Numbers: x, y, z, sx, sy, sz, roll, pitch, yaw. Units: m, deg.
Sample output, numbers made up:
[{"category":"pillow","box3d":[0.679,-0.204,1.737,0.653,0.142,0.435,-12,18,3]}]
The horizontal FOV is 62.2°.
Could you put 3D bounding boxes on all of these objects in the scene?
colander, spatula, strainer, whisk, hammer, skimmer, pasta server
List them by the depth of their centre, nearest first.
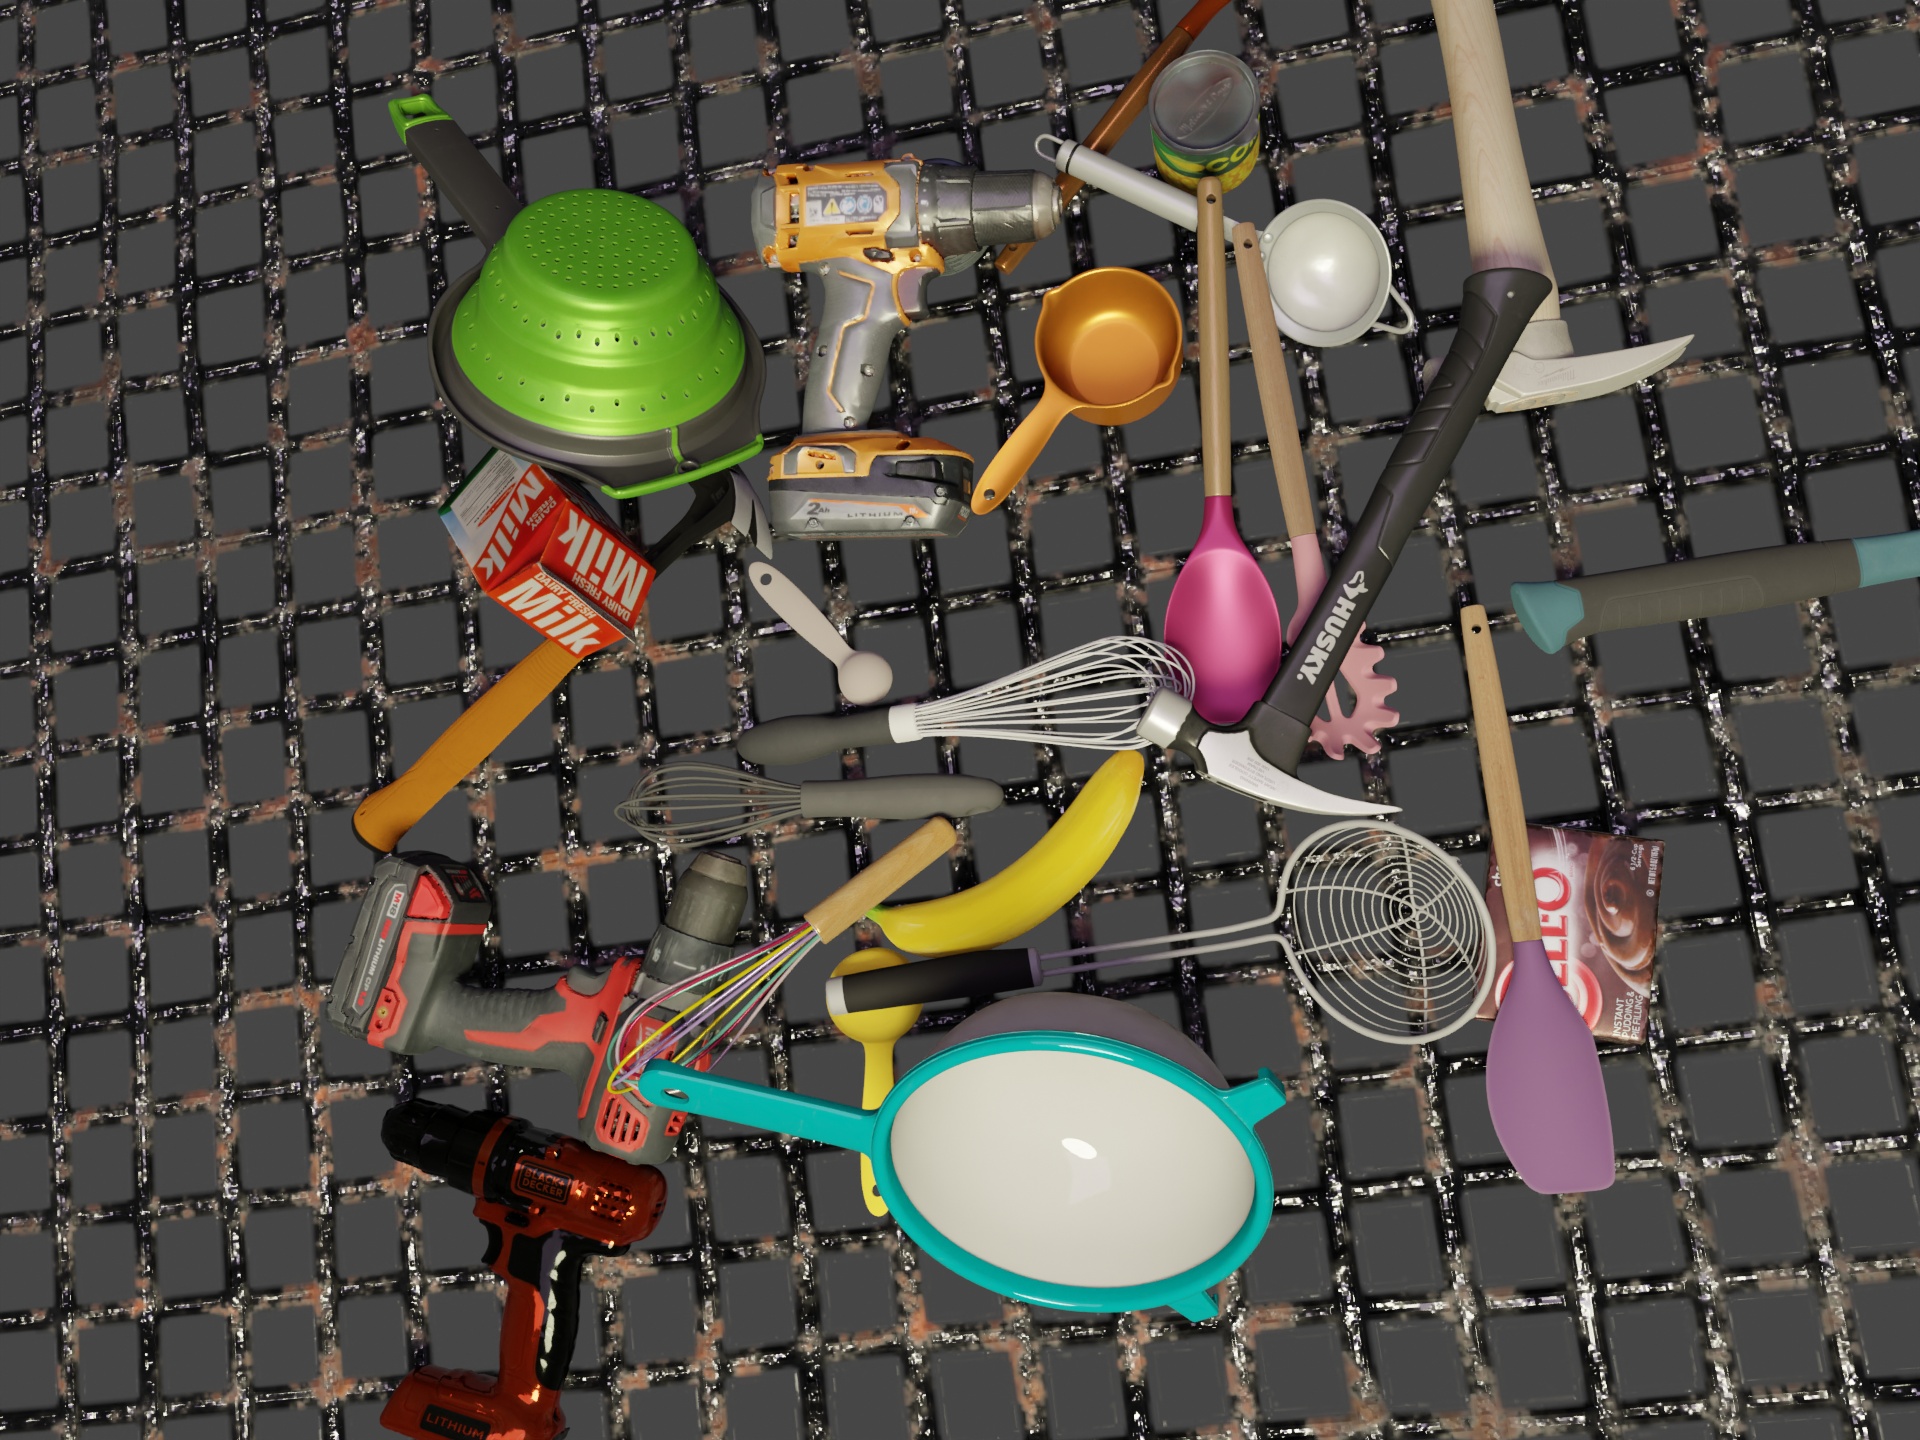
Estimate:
[{"category":"spatula","box3d":[0.298,0.093,0.855,0.060,0.018,0.316,-8,82,16]},{"category":"strainer","box3d":[0.000,0.206,0.870,0.340,0.095,0.210,11,125,6]},{"category":"skimmer","box3d":[0.101,0.135,0.877,0.363,0.090,0.127,-9,99,4]},{"category":"hammer","box3d":[0.478,-0.083,0.877,0.331,0.033,0.128,-9,81,10]},{"category":"hammer","box3d":[0.239,-0.103,0.882,0.146,0.035,0.335,29,87,4]},{"category":"whisk","box3d":[-0.102,0.134,0.917,0.245,0.047,0.051,-37,37,-14]},{"category":"pasta server","box3d":[0.194,-0.134,0.917,0.060,0.040,0.316,-11,89,0]},{"category":"whisk","box3d":[-0.001,-0.004,0.950,0.284,0.070,0.070,-8,81,15]},{"category":"hammer","box3d":[0.318,-0.385,0.950,0.146,0.038,0.411,-10,80,8]},{"category":"strainer","box3d":[0.159,-0.299,0.957,0.258,0.050,0.086,28,130,11]},{"category":"whisk","box3d":[-0.093,0.050,0.965,0.239,0.055,0.055,-2,82,6]},{"category":"colander","box3d":[-0.262,-0.307,0.987,0.204,0.094,0.397,-25,62,-28]},{"category":"hammer","box3d":[-0.253,-0.032,0.988,0.337,0.034,0.127,-42,35,7]},{"category":"spatula","box3d":[0.123,-0.412,0.989,0.081,0.041,0.322,38,91,13]}]

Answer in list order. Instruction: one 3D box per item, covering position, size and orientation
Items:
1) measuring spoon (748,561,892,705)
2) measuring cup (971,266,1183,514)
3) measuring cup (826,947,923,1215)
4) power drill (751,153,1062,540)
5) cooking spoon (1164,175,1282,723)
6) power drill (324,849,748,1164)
[{"category":"measuring spoon","box3d":[-0.091,-0.058,0.991,0.034,0.018,0.124,-46,76,2]},{"category":"measuring cup","box3d":[0.066,-0.190,0.964,0.095,0.052,0.173,38,92,13]},{"category":"measuring cup","box3d":[-0.051,0.212,0.938,0.062,0.029,0.156,-3,79,10]},{"category":"power drill","box3d":[-0.031,-0.225,0.956,0.185,0.084,0.226,0,92,11]},{"category":"cooking spoon","box3d":[0.151,-0.158,0.935,0.069,0.017,0.319,-2,93,7]},{"category":"power drill","box3d":[-0.246,0.146,0.965,0.227,0.080,0.188,18,86,10]}]
